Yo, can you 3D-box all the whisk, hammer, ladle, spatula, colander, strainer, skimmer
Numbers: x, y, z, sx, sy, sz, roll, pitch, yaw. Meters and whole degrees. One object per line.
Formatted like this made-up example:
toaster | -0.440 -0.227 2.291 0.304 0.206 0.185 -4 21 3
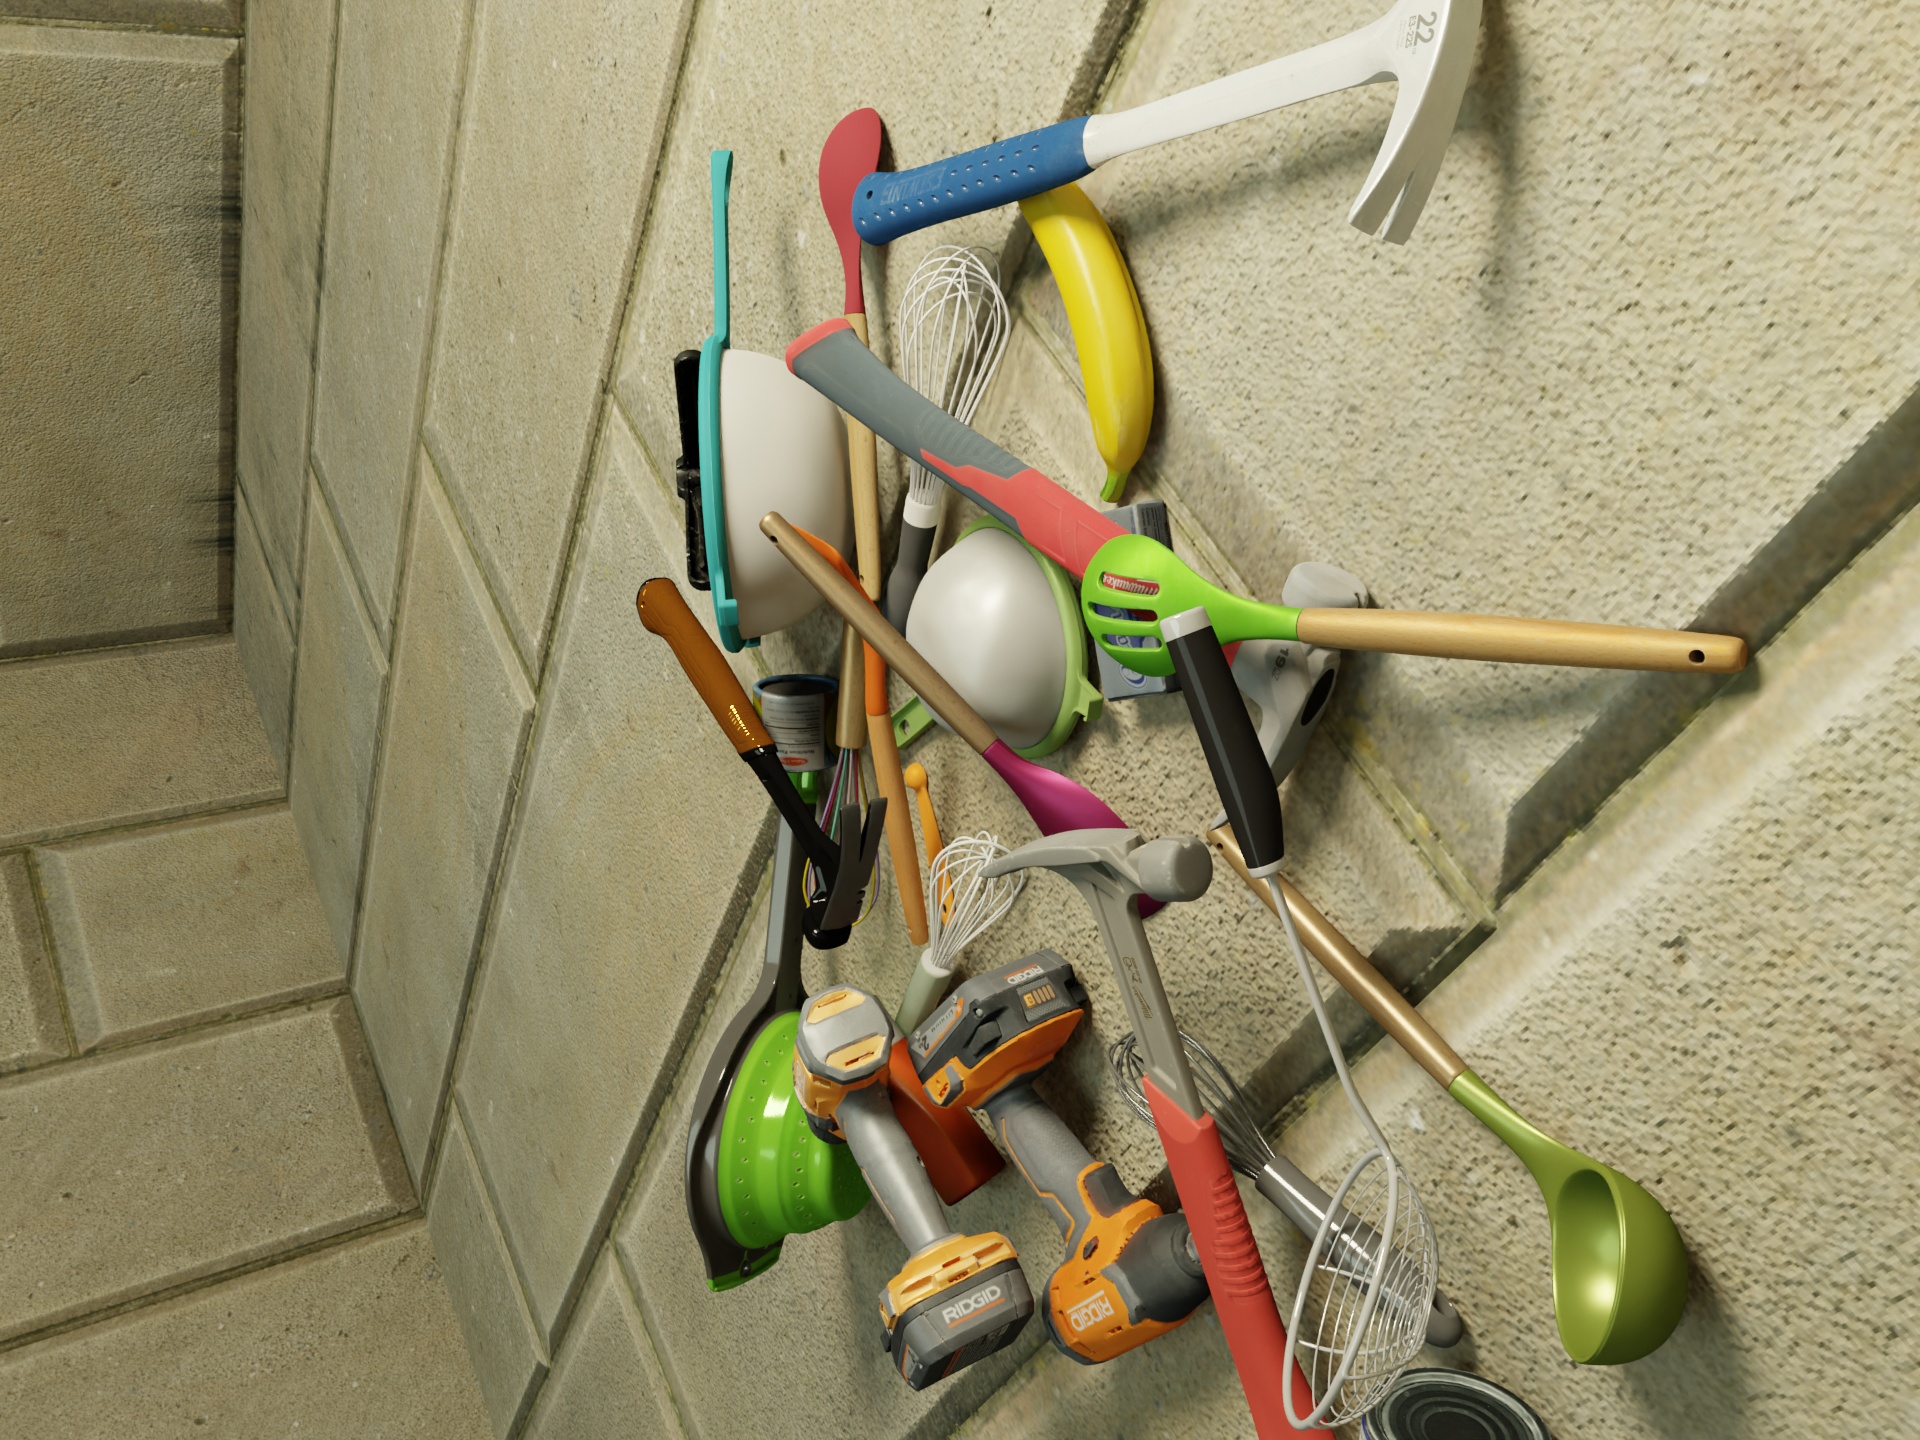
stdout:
whisk | -0.012 0.158 1.076 0.246 0.059 0.058 111 172 -45
hammer | 0.034 -0.102 0.854 0.387 0.038 0.143 39 126 30
hammer | 0.071 -0.277 0.772 0.406 0.035 0.144 7 90 53
whisk | 0.164 0.237 0.829 0.239 0.055 0.055 39 130 39
ladle | -0.066 -0.234 1.024 0.069 0.031 0.315 3 97 60
whisk | -0.018 -0.159 0.982 0.070 0.070 0.284 50 143 37
spatula | -0.058 0.018 1.025 0.081 0.041 0.322 31 138 49
colander | -0.105 0.227 1.187 0.094 0.204 0.397 5 88 22
ladle | 0.203 0.151 0.732 0.320 0.062 0.078 49 144 41
hammer | 0.116 0.227 0.816 0.149 0.036 0.359 -10 101 54
strainer | -0.120 -0.216 1.073 0.211 0.095 0.340 143 125 -87
skimmer | 0.131 0.133 0.720 0.127 0.090 0.363 -23 -87 -83
strainer | -0.016 -0.027 0.995 0.256 0.069 0.151 -39 67 56
whisk | -0.082 0.037 1.119 0.047 0.051 0.245 18 112 35
hammer | -0.152 0.001 1.123 0.337 0.034 0.127 52 138 36

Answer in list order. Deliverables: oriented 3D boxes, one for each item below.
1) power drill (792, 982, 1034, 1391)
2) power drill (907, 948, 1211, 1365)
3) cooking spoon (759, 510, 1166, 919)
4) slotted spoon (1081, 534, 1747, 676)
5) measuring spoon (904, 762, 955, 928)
power drill | -0.044 0.297 1.007 0.226 0.084 0.185 61 160 25
power drill | 0.069 0.257 0.948 0.227 0.084 0.164 61 143 19
cooking spoon | -0.001 -0.003 0.912 0.319 0.017 0.068 46 143 2
slotted spoon | 0.172 -0.042 0.689 0.314 0.031 0.070 8 111 41
measuring spoon | -0.022 0.087 1.094 0.021 0.011 0.117 -16 86 57
